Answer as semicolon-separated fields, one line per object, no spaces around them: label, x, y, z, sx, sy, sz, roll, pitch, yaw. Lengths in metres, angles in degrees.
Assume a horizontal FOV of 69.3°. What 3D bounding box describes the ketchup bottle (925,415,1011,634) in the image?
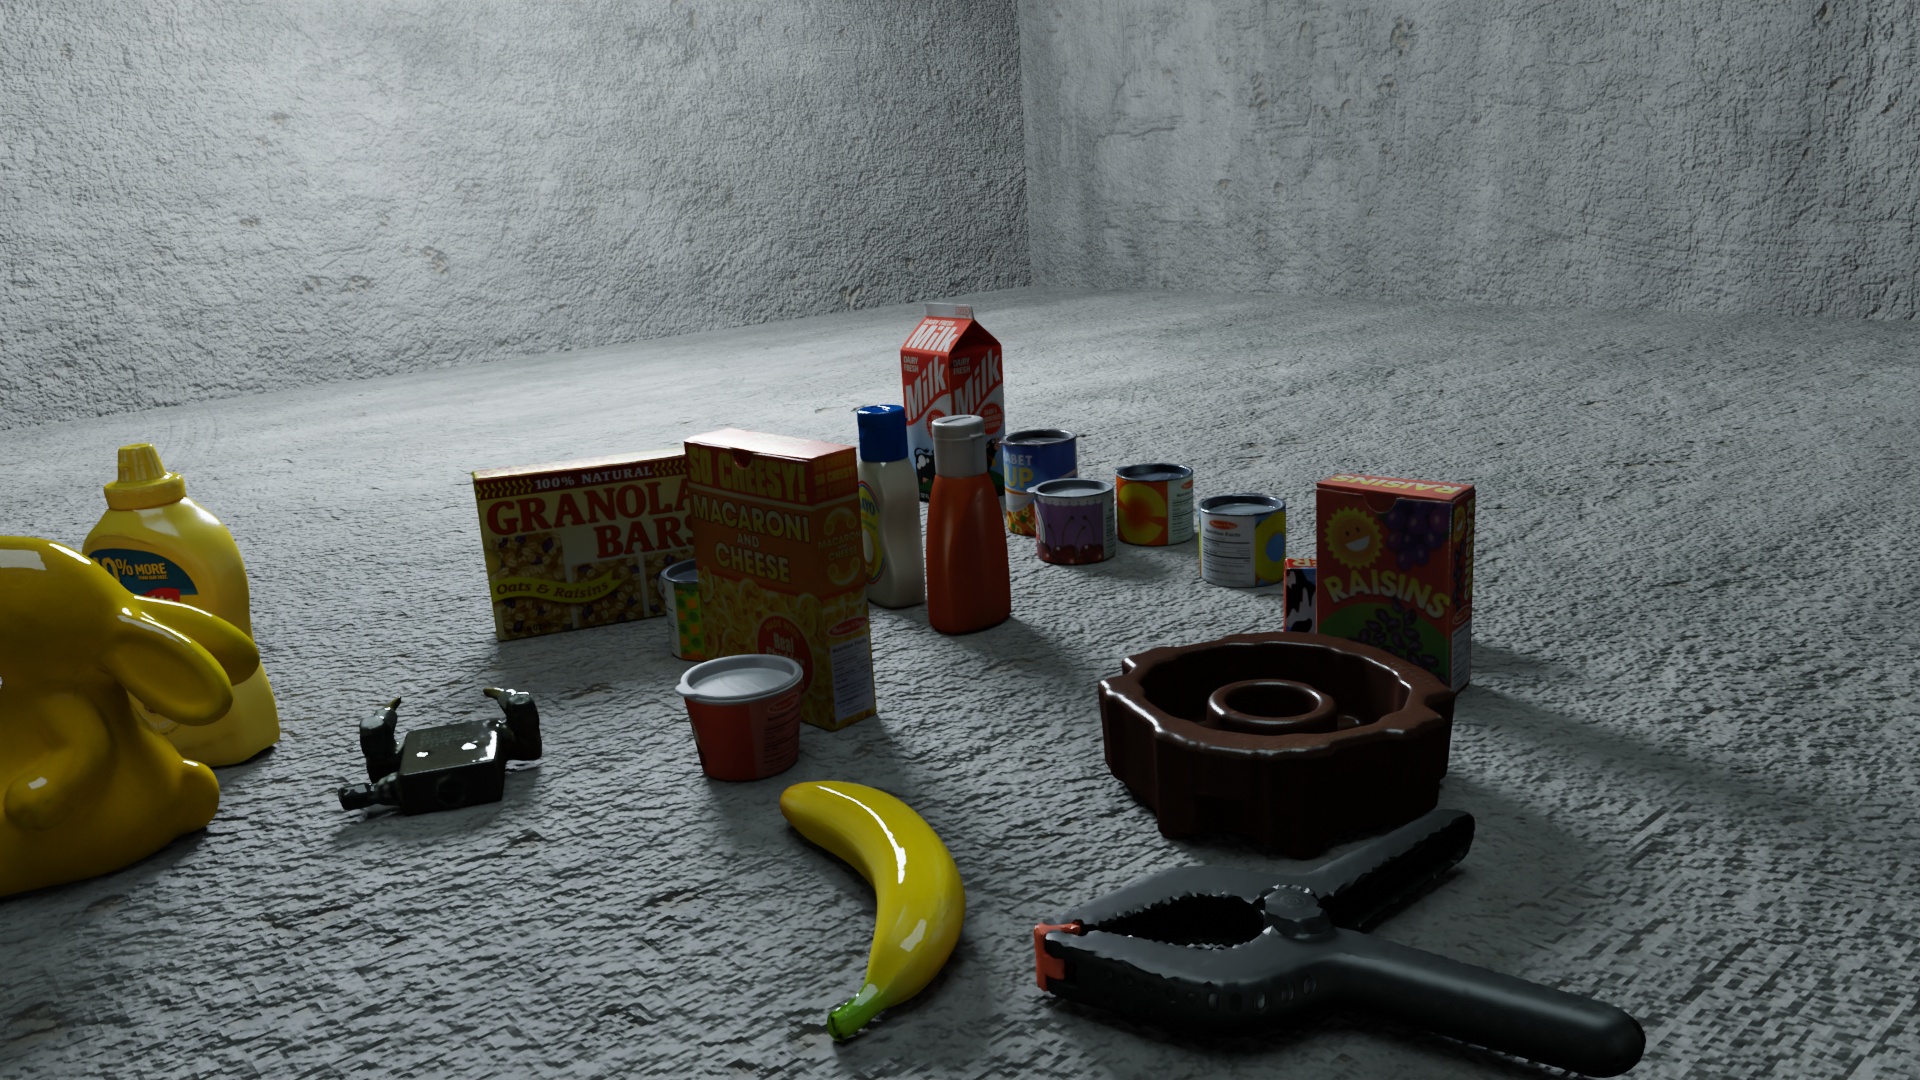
ketchup bottle;0.003;-0.012;0.979;0.065;0.148;0.043;-17;20;-41

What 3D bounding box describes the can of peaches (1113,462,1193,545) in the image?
can of peaches;0.164;-0.031;1.184;0.071;0.058;0.071;-3;15;1

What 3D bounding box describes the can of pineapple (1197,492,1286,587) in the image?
can of pineapple;0.216;-0.001;1.062;0.071;0.057;0.071;-3;15;1

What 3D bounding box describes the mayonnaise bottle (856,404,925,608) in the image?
mayonnaise bottle;-0.055;-0.027;1.046;0.041;0.147;0.065;-11;17;-26

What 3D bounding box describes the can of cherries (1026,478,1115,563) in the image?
can of cherries;0.092;-0.016;1.144;0.071;0.058;0.072;-3;15;1

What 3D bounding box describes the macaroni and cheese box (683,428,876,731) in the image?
macaroni and cheese box;-0.111;0.021;0.850;0.124;0.166;0.040;10;20;42

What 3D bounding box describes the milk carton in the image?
milk carton;-0.007;-0.135;1.349;0.074;0.190;0.072;-16;19;-40

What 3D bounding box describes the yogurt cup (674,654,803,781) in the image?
yogurt cup;-0.120;0.099;0.778;0.072;0.053;0.072;-3;15;1

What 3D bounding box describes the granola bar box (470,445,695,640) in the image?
granola bar box;-0.271;0.000;1.042;0.166;0.123;0.039;-9;16;-18

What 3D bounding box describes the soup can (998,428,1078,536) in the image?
soup can;0.069;-0.052;1.231;0.071;0.083;0.071;-3;15;1

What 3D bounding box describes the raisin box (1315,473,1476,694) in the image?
raisin box;0.258;0.026;0.831;0.086;0.123;0.040;9;19;40

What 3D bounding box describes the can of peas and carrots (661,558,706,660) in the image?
can of peas and carrots;-0.171;0.046;0.974;0.071;0.058;0.071;-3;15;1

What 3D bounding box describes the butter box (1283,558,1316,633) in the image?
butter box;0.265;0.039;0.913;0.103;0.053;0.024;-1;15;9
